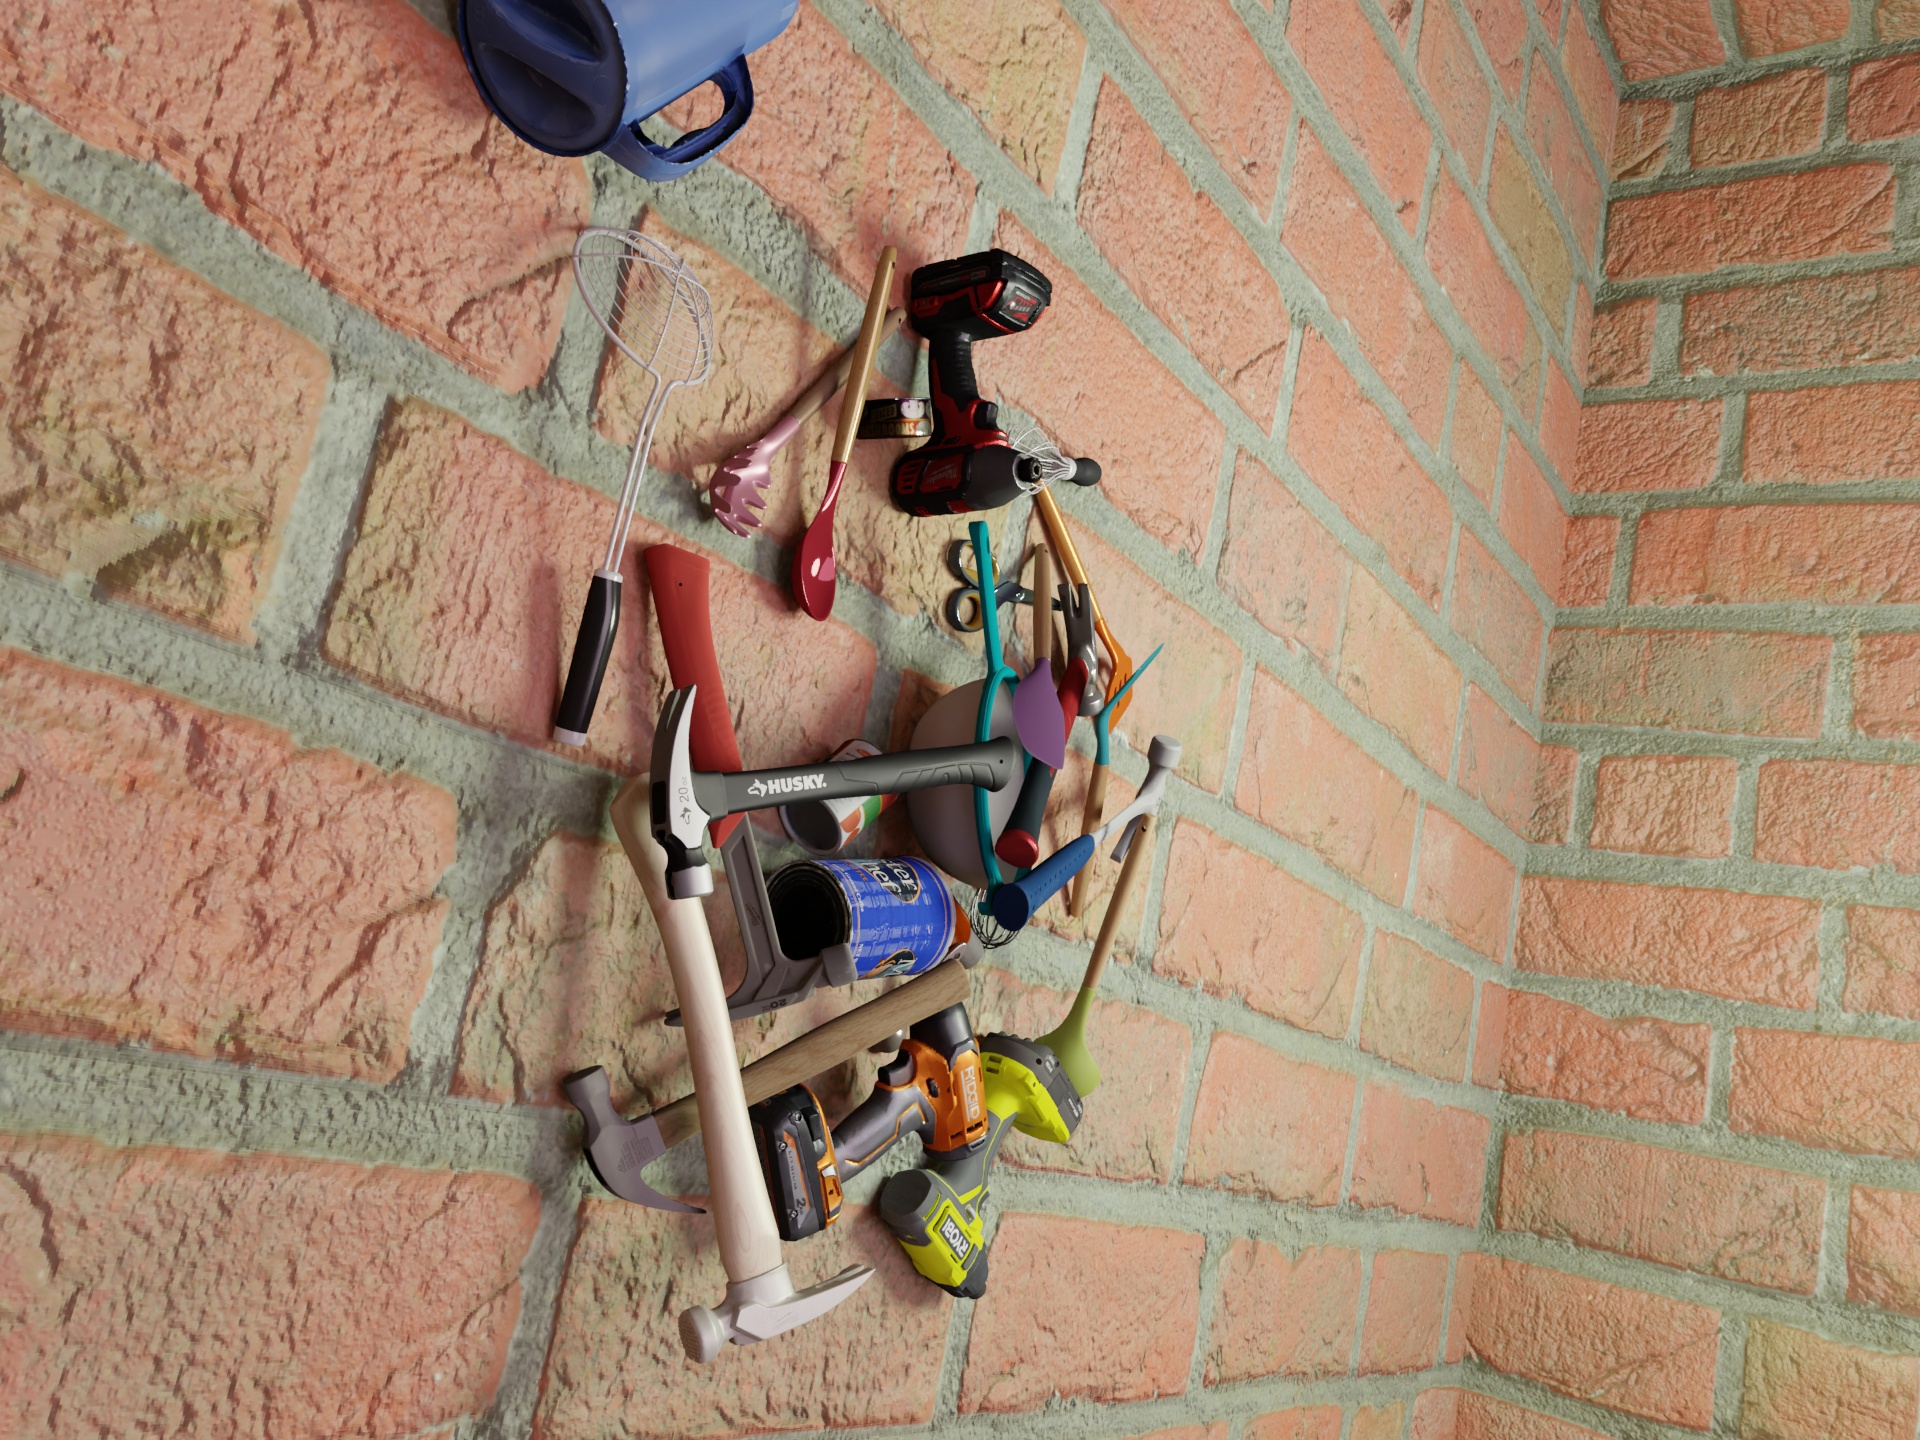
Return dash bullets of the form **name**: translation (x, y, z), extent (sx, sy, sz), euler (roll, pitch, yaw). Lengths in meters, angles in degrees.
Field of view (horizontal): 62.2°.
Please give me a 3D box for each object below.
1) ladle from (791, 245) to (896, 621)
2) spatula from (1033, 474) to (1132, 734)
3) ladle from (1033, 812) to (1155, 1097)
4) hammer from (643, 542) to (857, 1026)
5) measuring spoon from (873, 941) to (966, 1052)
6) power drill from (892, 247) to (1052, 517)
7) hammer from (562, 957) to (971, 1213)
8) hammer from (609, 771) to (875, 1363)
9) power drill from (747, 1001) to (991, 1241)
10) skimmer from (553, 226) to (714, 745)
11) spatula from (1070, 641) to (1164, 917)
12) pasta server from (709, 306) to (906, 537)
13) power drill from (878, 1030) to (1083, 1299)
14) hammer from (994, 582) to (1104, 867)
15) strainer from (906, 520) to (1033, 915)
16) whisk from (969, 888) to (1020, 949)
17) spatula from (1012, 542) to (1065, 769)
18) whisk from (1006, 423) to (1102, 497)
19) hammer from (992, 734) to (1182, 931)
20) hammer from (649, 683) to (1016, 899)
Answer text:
- **ladle**: translation (-0.094, -0.238, 1.311), extent (0.069, 0.031, 0.315), euler (16, 87, -71)
- **spatula**: translation (0.126, -0.125, 1.662), extent (0.081, 0.041, 0.322), euler (-51, 127, -40)
- **ladle**: translation (0.140, 0.236, 1.581), extent (0.062, 0.078, 0.320), euler (-19, 129, -66)
- **hammer**: translation (-0.189, 0.046, 1.191), extent (0.037, 0.149, 0.359), euler (-150, -134, -81)
- **measuring spoon**: translation (-0.032, 0.251, 1.429), extent (0.124, 0.018, 0.034), euler (-50, 141, -7)
- **power drill**: translation (0.015, -0.290, 1.396), extent (0.078, 0.143, 0.220), euler (13, 80, -51)
- **hammer**: translation (-0.129, 0.264, 1.211), extent (0.331, 0.031, 0.130), euler (-22, 94, -31)
- **hammer**: translation (-0.172, 0.236, 1.151), extent (0.146, 0.038, 0.411), euler (-12, 88, -33)
- **power drill**: translation (-0.076, 0.314, 1.320), extent (0.226, 0.084, 0.164), euler (-17, 107, -37)
- **skimmer**: translation (-0.254, -0.166, 1.128), extent (0.127, 0.090, 0.363), euler (12, 92, -56)
- **spatula**: translation (0.149, 0.069, 1.612), extent (0.082, 0.044, 0.317), euler (-41, 144, -57)
- **pasta server**: translation (-0.118, -0.256, 1.302), extent (0.316, 0.040, 0.060), euler (-55, 154, -38)
- **power drill**: translation (0.024, 0.426, 1.513), extent (0.223, 0.080, 0.171), euler (-54, 133, -32)
- **hammer**: translation (0.084, 0.006, 1.480), extent (0.386, 0.038, 0.143), euler (-65, 150, -60)
- **strainer**: translation (-0.002, -0.005, 1.419), extent (0.211, 0.095, 0.340), euler (-37, 122, -72)
- **whisk**: translation (0.054, 0.113, 1.558), extent (0.055, 0.055, 0.239), euler (42, 55, -47)
- **spatula**: translation (0.074, -0.071, 1.486), extent (0.059, 0.018, 0.316), euler (30, 36, -21)
- **whisk**: translation (0.091, -0.248, 1.544), extent (0.284, 0.070, 0.070), euler (-15, 105, -68)
- **hammer**: translation (0.122, 0.123, 1.512), extent (0.405, 0.035, 0.144), euler (-26, 135, -63)
- **hammer**: translation (-0.085, 0.038, 1.203), extent (0.334, 0.035, 0.146), euler (-6, 86, -42)
